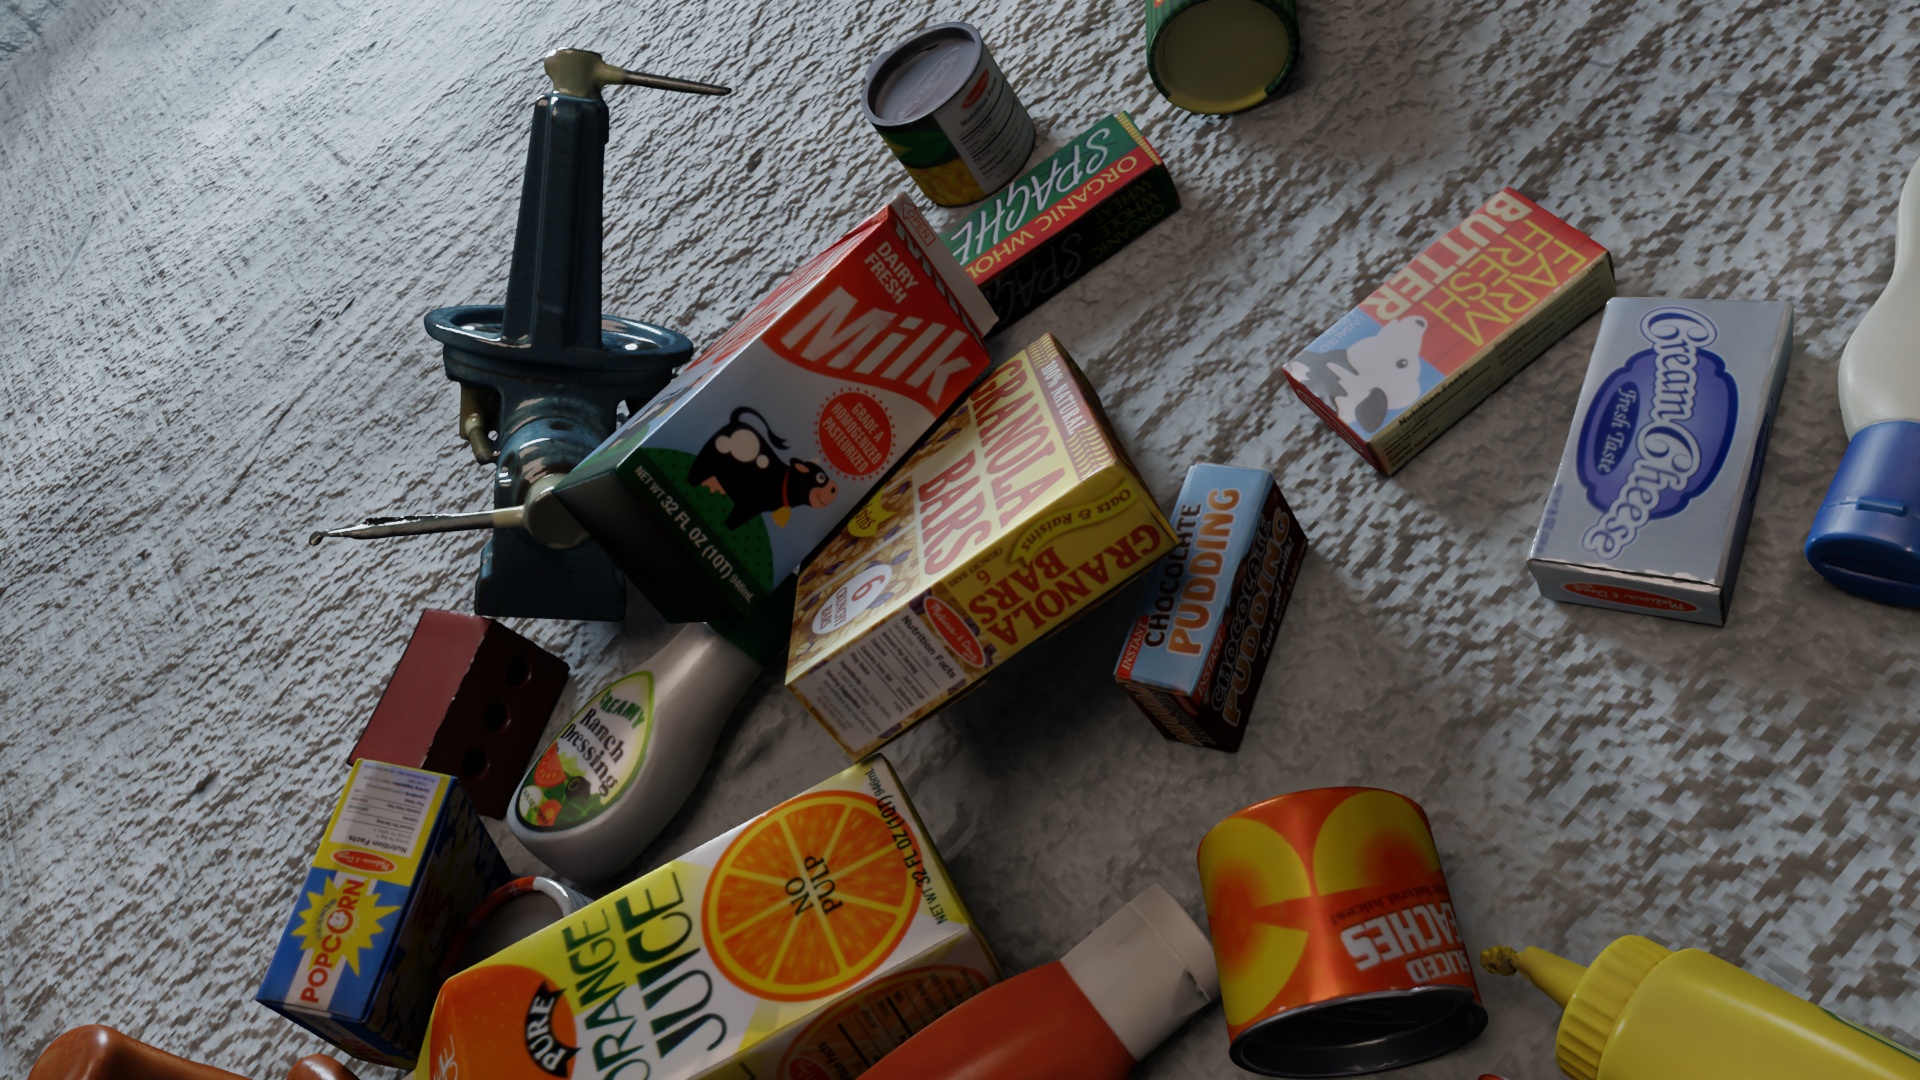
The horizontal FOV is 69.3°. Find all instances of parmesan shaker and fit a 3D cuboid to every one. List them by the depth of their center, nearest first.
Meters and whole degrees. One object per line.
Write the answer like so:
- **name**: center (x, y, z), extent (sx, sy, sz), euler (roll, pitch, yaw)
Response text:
- **parmesan shaker**: center (0.118, -0.250, 0.619), extent (0.071, 0.071, 0.103), euler (-14, 53, 25)

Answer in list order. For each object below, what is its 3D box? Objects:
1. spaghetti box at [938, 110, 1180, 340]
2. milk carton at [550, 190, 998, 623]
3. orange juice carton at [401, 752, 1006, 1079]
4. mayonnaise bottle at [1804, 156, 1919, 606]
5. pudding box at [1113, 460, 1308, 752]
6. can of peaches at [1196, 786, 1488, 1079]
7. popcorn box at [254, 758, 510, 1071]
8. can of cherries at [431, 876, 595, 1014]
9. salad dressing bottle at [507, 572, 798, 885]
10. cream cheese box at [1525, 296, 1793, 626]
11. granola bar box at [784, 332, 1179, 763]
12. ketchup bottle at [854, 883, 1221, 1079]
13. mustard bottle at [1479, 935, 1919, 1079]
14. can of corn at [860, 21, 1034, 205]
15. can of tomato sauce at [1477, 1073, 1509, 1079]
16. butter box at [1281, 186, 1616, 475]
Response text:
- **spaghetti box**: center (-0.017, -0.102, 0.627), extent (0.250, 0.028, 0.050), euler (-33, 47, 9)
- **milk carton**: center (-0.059, -0.058, 0.545), extent (0.191, 0.072, 0.073), euler (-48, 21, -28)
- **orange juice carton**: center (-0.086, 0.153, 0.428), extent (0.193, 0.072, 0.072), euler (-27, 46, -7)
- **mayonnaise bottle**: center (0.282, -0.052, 0.388), extent (0.065, 0.041, 0.148), euler (18, 71, 46)
- **pudding box**: center (0.084, 0.021, 0.459), extent (0.030, 0.049, 0.084), euler (8, 64, 35)
- **can of peaches**: center (0.102, 0.105, 0.374), extent (0.071, 0.071, 0.058), euler (-21, 49, 20)
- **popcorn box**: center (-0.207, 0.143, 0.513), extent (0.038, 0.126, 0.085), euler (12, 61, -2)
- **can of cherries**: center (-0.148, 0.164, 0.503), extent (0.071, 0.058, 0.072), euler (-17, 51, 22)
- **salad dressing bottle**: center (-0.117, 0.068, 0.562), extent (0.148, 0.044, 0.064), euler (-50, 45, -8)
- **cream cheese box**: center (0.215, -0.028, 0.425), extent (0.053, 0.024, 0.104), euler (10, 65, 37)
- **granola bar box**: center (0.002, -0.006, 0.493), extent (0.124, 0.039, 0.166), euler (-35, 20, 10)
- **ketchup bottle**: center (0.011, 0.160, 0.403), extent (0.149, 0.064, 0.043), euler (-38, 32, -7)
- **mustard bottle**: center (0.187, 0.128, 0.307), extent (0.160, 0.065, 0.049), euler (26, 80, 46)
- **can of corn**: center (-0.007, -0.206, 0.674), extent (0.071, 0.058, 0.071), euler (-17, 51, 23)
- **can of tomato sauce**: center (0.127, 0.173, 0.310), extent (0.071, 0.071, 0.083), euler (22, 72, 41)
- **butter box**: center (0.171, -0.074, 0.487), extent (0.103, 0.024, 0.053), euler (-39, 47, 4)
